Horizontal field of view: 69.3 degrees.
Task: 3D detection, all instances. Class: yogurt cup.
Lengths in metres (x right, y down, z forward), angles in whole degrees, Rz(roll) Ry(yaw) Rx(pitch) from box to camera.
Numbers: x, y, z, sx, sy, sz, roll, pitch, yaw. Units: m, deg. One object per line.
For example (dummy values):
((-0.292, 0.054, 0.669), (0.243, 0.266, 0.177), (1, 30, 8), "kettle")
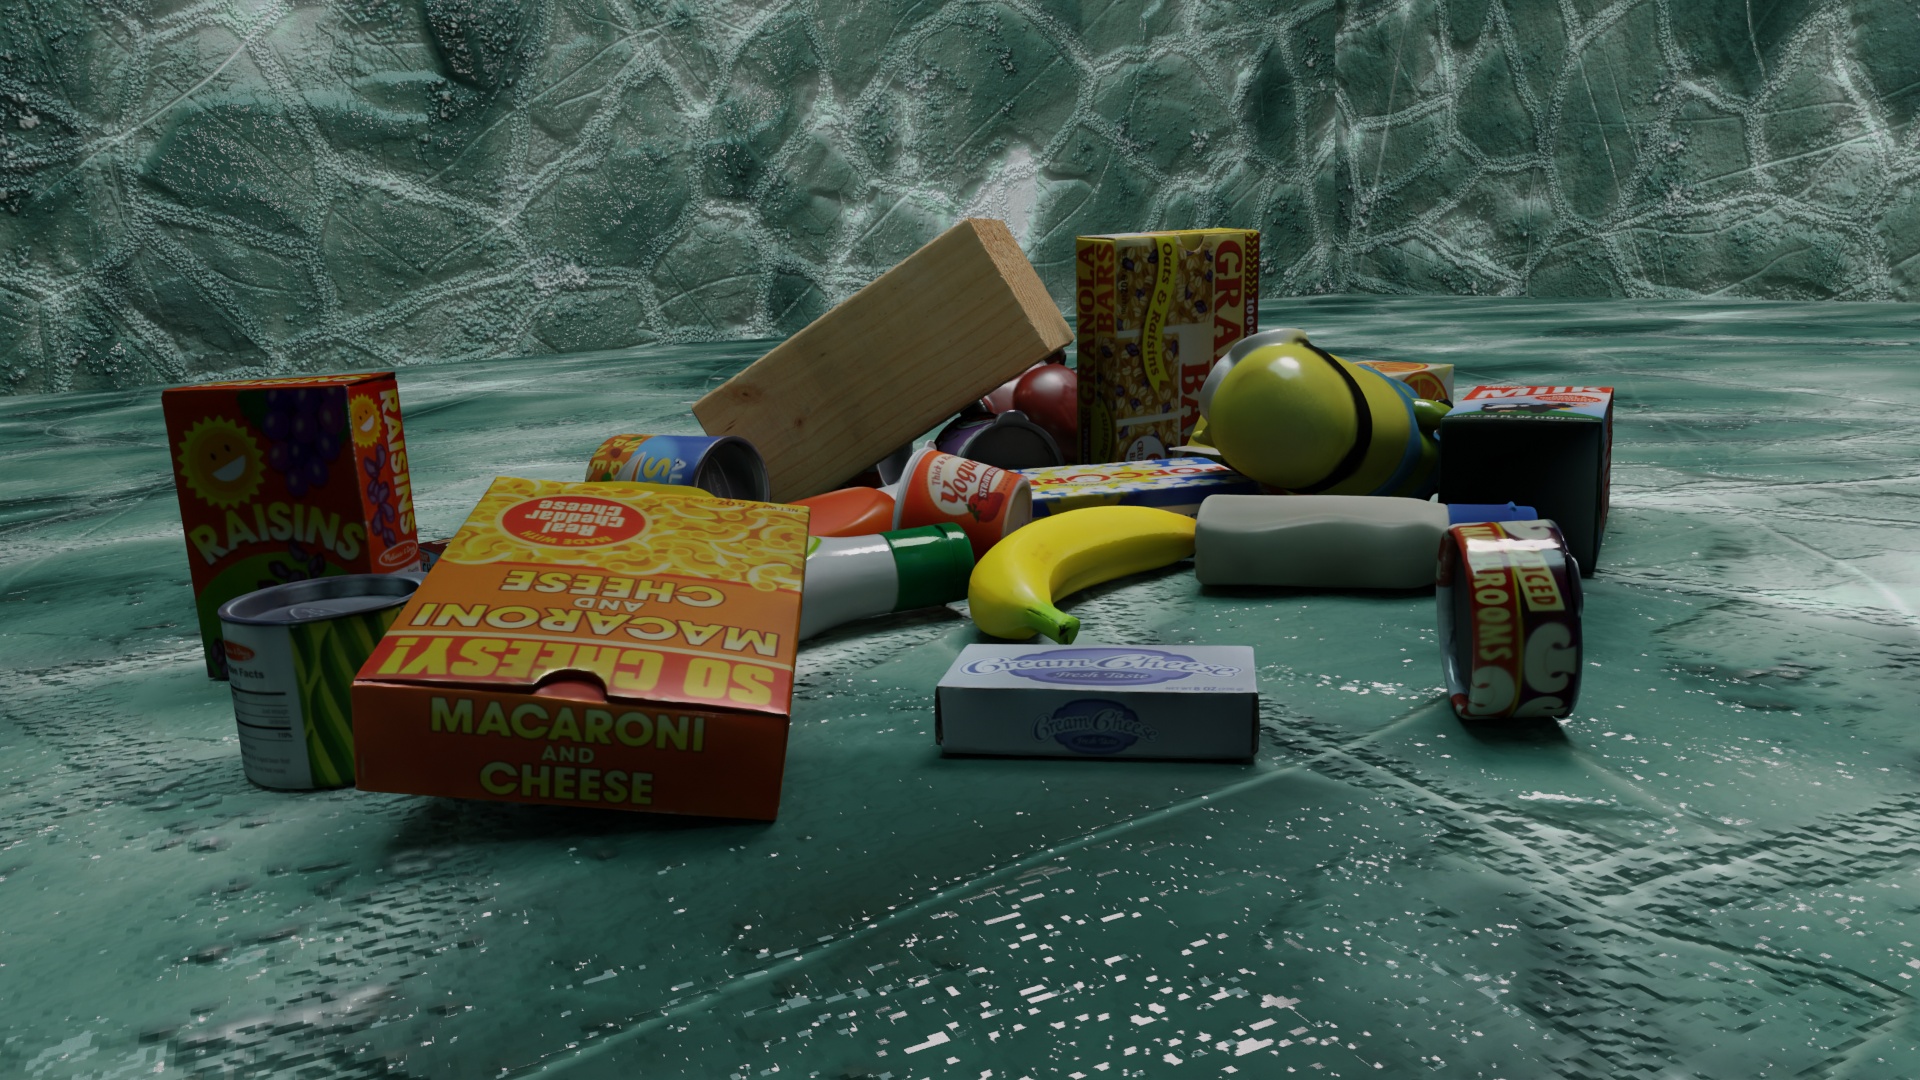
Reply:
((0.002, -0.008, 0.675), (0.054, 0.072, 0.072), (9, 15, 16), "yogurt cup")

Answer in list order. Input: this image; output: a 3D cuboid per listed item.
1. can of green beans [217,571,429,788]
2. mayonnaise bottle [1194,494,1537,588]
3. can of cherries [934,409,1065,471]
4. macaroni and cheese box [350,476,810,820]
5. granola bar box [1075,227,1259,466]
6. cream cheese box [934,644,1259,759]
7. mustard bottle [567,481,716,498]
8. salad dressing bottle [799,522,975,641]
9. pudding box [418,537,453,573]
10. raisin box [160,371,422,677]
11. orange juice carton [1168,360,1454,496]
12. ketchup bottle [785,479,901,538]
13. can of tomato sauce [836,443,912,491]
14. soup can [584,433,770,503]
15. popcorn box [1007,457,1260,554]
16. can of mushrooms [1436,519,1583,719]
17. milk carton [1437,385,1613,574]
((-0.214, 0.047, 0.477), (0.071, 0.057, 0.071), (-3, 12, 1), "can of green beans")
((0.185, 0.001, 0.640), (0.148, 0.041, 0.065), (2, 14, 16), "mayonnaise bottle")
((0.020, -0.043, 0.807), (0.071, 0.071, 0.058), (-7, 12, -17), "can of cherries")
((-0.117, 0.028, 0.473), (0.124, 0.040, 0.167), (5, 22, -6), "macaroni and cheese box")
((0.131, -0.108, 0.866), (0.124, 0.165, 0.039), (-11, 16, -34), "granola bar box")
((0.047, 0.053, 0.467), (0.104, 0.024, 0.053), (0, 11, 10), "cream cheese box")
((-0.191, -0.005, 0.737), (0.160, 0.048, 0.065), (7, 20, 41), "mustard bottle")
((-0.067, 0.019, 0.604), (0.148, 0.043, 0.064), (-8, 23, -23), "salad dressing bottle")
((-0.230, 0.017, 0.686), (0.050, 0.030, 0.083), (-12, 15, -40), "pudding box")
((-0.276, -0.006, 0.583), (0.086, 0.123, 0.040), (-1, 12, 10), "raisin box")
((0.223, -0.067, 0.870), (0.193, 0.073, 0.072), (-12, 15, -35), "orange juice carton")
((-0.065, -0.002, 0.704), (0.065, 0.043, 0.149), (7, 15, 35), "ketchup bottle")
((-0.082, -0.066, 0.953), (0.083, 0.071, 0.071), (3, 13, 21), "can of tomato sauce")
((-0.163, -0.026, 0.790), (0.084, 0.071, 0.071), (3, 13, 30), "soup can")
((0.087, -0.017, 0.748), (0.127, 0.038, 0.085), (-5, 14, -9), "popcorn box")
((0.180, 0.025, 0.458), (0.033, 0.071, 0.071), (-2, 12, 9), "can of mushrooms")
((0.299, -0.040, 0.725), (0.072, 0.073, 0.191), (3, 13, 26), "milk carton")
